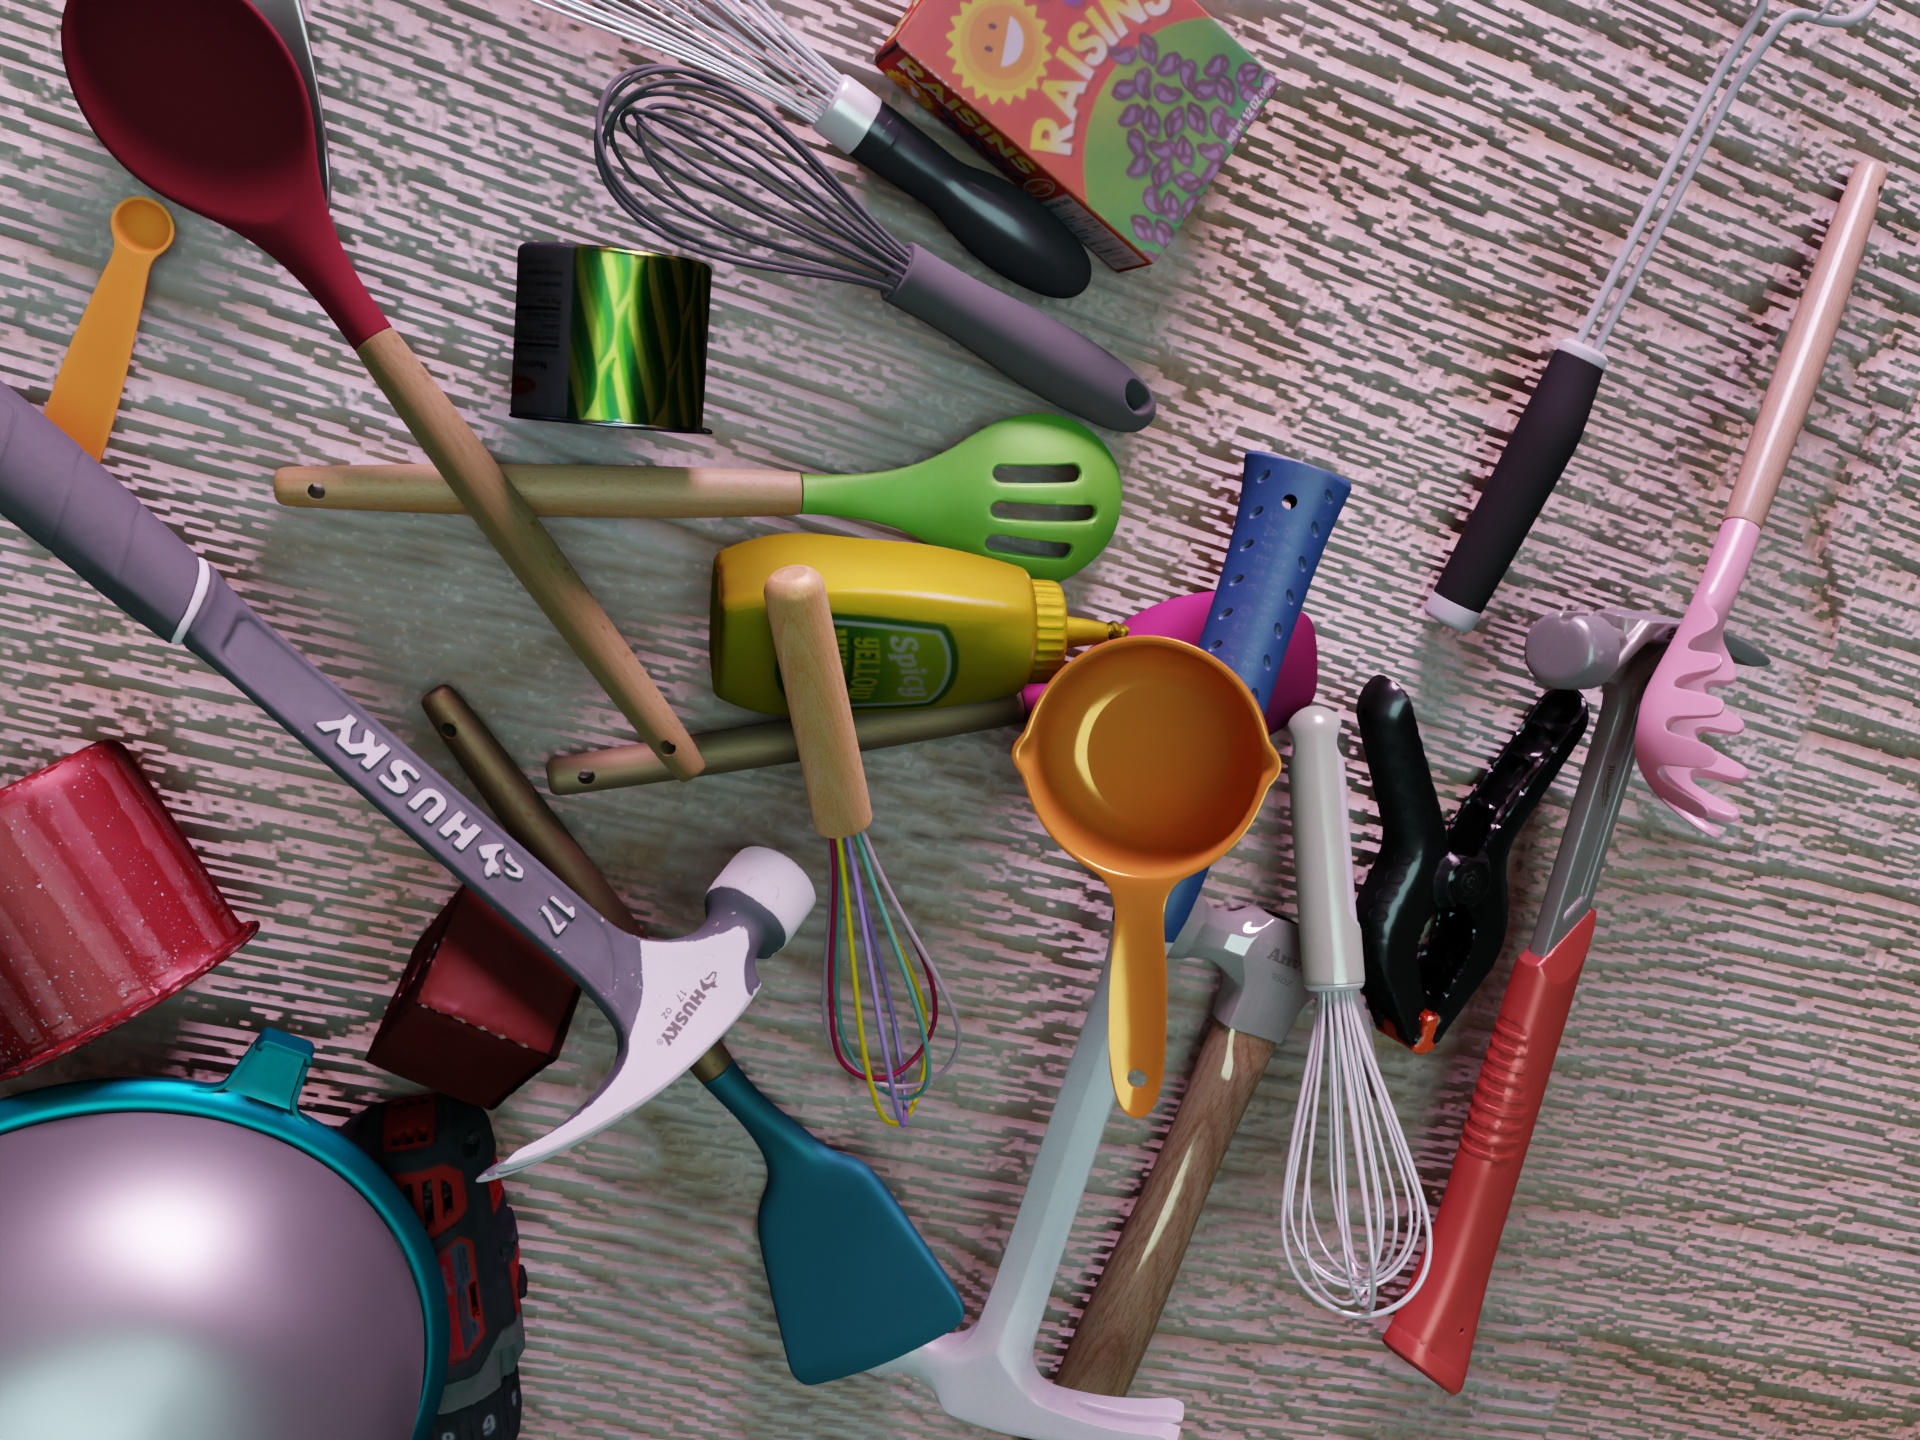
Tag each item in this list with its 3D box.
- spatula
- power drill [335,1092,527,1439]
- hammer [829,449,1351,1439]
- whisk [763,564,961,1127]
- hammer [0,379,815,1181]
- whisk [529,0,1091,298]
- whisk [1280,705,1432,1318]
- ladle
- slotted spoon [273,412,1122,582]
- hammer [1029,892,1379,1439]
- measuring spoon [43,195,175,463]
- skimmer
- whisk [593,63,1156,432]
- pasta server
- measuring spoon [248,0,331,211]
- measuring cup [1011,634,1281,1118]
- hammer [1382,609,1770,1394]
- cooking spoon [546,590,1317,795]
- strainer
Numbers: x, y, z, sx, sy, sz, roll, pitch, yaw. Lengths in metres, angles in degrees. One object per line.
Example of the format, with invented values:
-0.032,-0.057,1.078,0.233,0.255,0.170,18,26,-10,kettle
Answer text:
-0.110,0.121,0.612,0.082,0.044,0.317,-28,107,17,spatula
-0.272,0.245,0.580,0.226,0.080,0.188,-7,103,-17,power drill
0.075,0.096,0.632,0.144,0.035,0.405,19,96,11,hammer
-0.039,0.054,0.593,0.047,0.051,0.244,-29,125,-30,whisk
-0.236,-0.021,0.510,0.409,0.036,0.149,42,49,-8,hammer
-0.067,-0.228,0.550,0.284,0.070,0.070,30,92,-23,whisk
0.154,0.116,0.648,0.059,0.057,0.246,-4,83,12,whisk
-0.181,-0.107,0.538,0.069,0.031,0.315,-31,104,12,ladle
-0.085,-0.082,0.587,0.313,0.031,0.070,-1,110,-14,slotted spoon
0.082,0.239,0.696,0.130,0.031,0.331,20,96,-18,hammer
-0.289,-0.119,0.534,0.021,0.011,0.117,21,99,-13,measuring spoon
0.270,-0.213,0.656,0.127,0.090,0.363,17,106,-21,skimmer
-0.021,-0.157,0.568,0.238,0.055,0.055,22,95,-29,whisk
0.335,-0.101,0.650,0.060,0.040,0.316,41,69,-47,pasta server
-0.224,-0.226,0.528,0.034,0.018,0.124,-2,109,-3,measuring spoon
0.070,0.055,0.588,0.095,0.052,0.173,2,94,13,measuring cup
0.258,0.128,0.702,0.149,0.037,0.359,3,105,-39,hammer
-0.001,-0.002,0.630,0.319,0.017,0.068,-9,103,-14,cooking spoon
-0.247,0.284,0.506,0.211,0.095,0.340,-21,106,-16,strainer
